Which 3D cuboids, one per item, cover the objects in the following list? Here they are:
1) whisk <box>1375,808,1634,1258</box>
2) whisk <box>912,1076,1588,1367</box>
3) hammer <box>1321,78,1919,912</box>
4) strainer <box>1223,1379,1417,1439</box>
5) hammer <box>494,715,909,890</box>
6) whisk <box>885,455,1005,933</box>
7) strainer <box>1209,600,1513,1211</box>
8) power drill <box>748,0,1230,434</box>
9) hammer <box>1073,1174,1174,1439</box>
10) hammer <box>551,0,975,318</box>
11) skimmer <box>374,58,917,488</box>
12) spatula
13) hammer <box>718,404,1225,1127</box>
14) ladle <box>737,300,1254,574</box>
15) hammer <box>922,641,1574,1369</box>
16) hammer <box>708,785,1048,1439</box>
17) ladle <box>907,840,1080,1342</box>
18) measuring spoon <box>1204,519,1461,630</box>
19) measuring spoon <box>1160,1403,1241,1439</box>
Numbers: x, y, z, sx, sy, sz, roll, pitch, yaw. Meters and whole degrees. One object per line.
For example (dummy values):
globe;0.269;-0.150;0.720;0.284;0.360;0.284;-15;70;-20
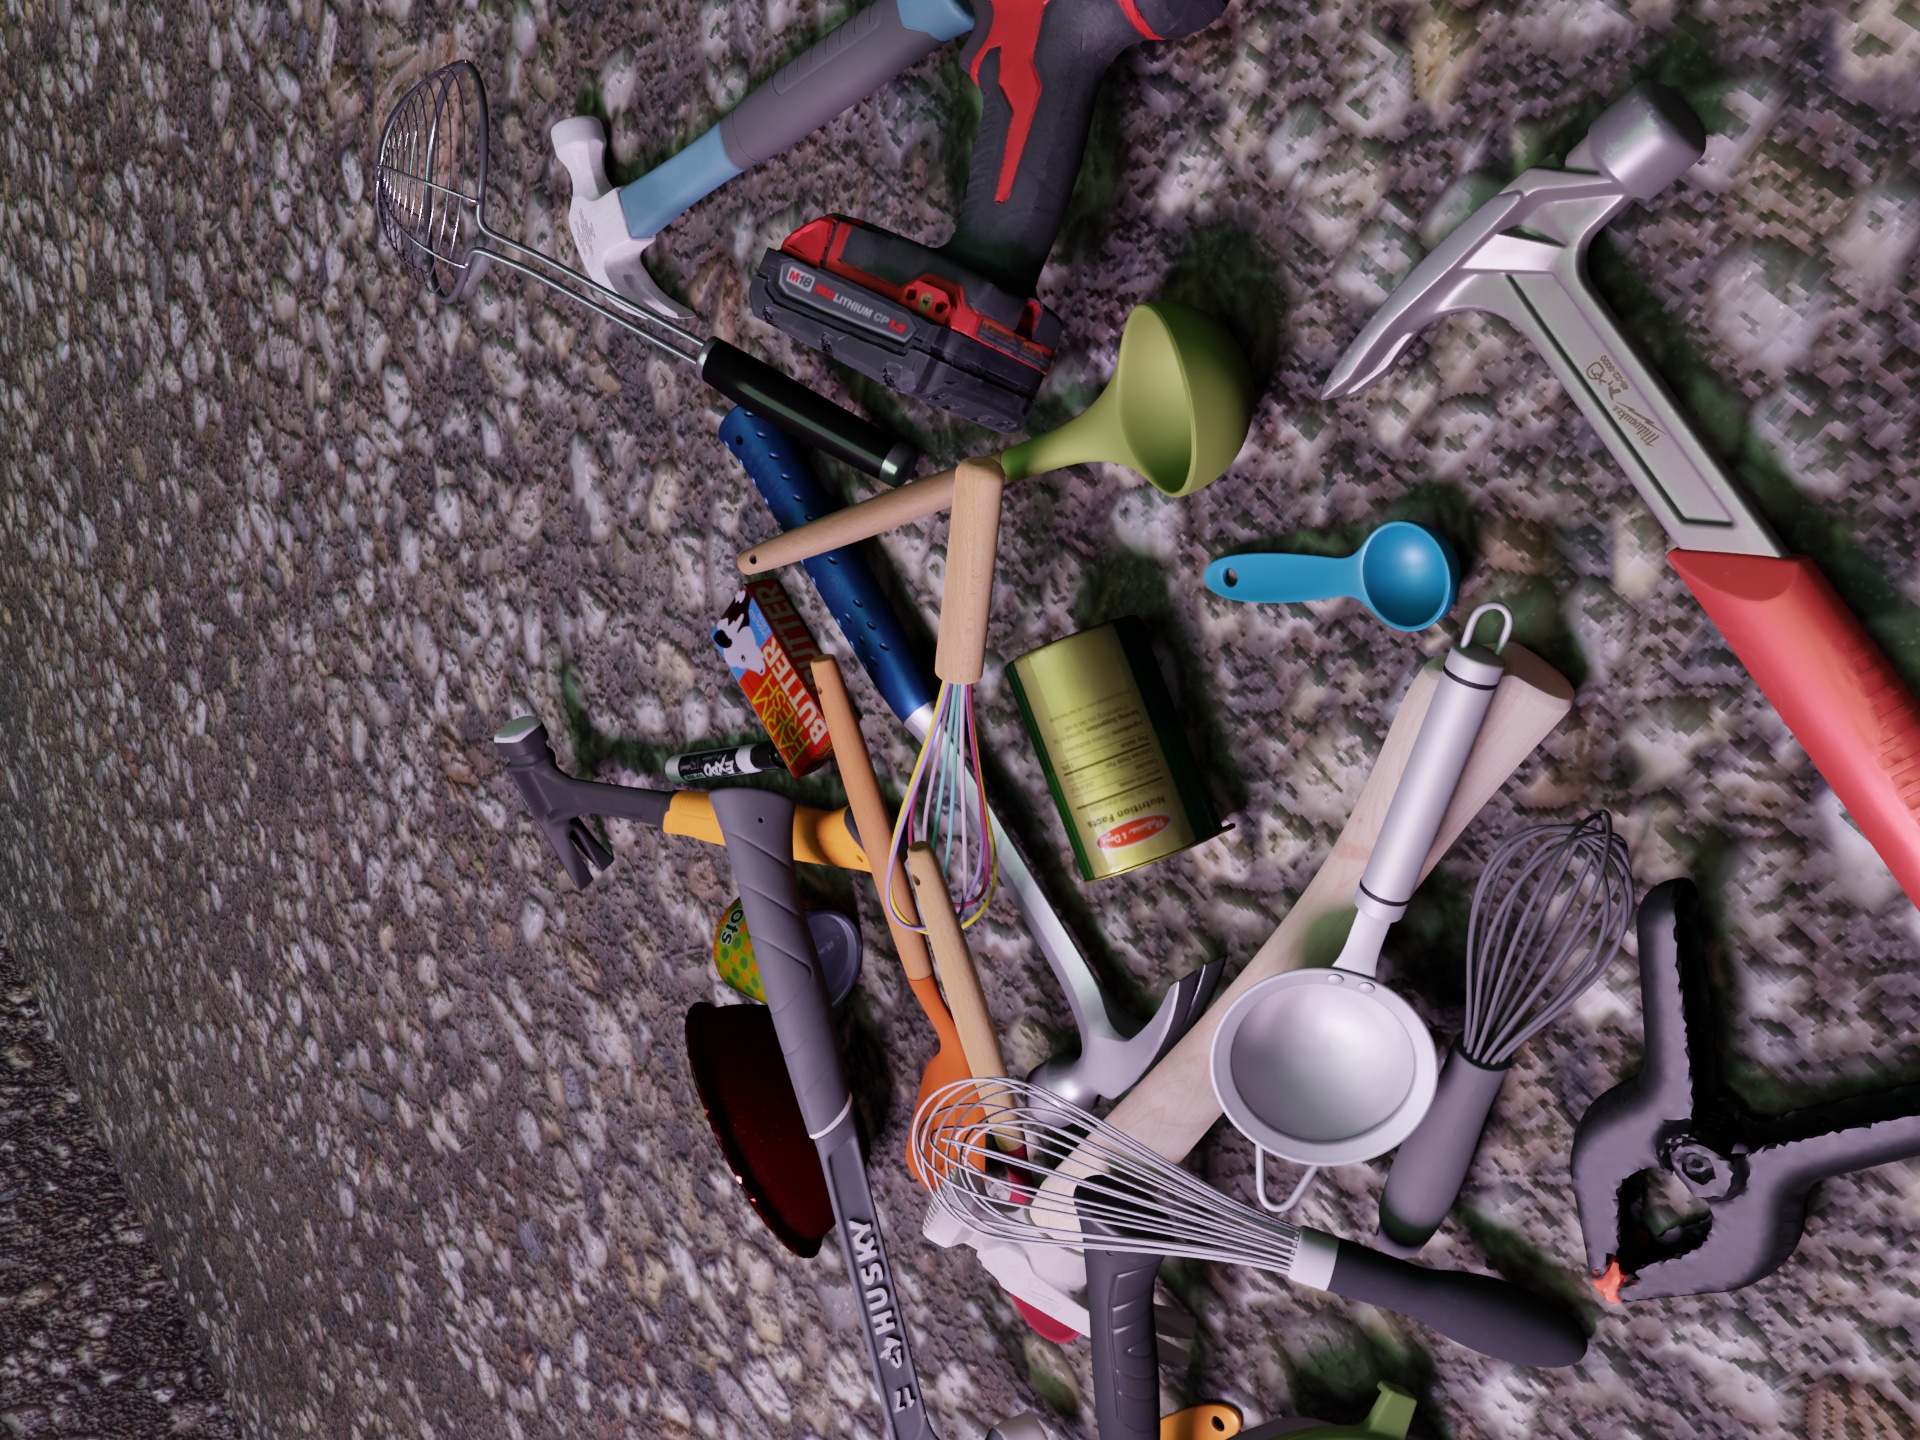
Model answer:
whisk;0.203;0.131;0.616;0.055;0.055;0.238;36;132;33
whisk;0.115;0.211;0.659;0.284;0.070;0.070;15;118;11
hammer;0.262;-0.017;0.508;0.149;0.036;0.359;-43;71;46
strainer;0.096;0.388;0.704;0.069;0.256;0.151;-146;39;-75
hammer;-0.158;0.065;0.971;0.337;0.034;0.127;4;127;42
whisk;0.001;-0.002;0.725;0.047;0.051;0.244;16;120;18
strainer;0.156;0.072;0.593;0.087;0.050;0.258;16;117;5
power drill;0.009;-0.240;0.633;0.143;0.078;0.219;34;105;33
hammer;0.078;0.359;0.775;0.146;0.035;0.334;7;118;26
hammer;-0.106;-0.299;0.803;0.331;0.033;0.128;-11;95;48
skimmer;-0.168;-0.227;0.844;0.363;0.090;0.127;30;123;10
spatula;-0.035;0.117;0.840;0.081;0.041;0.322;19;130;56
hammer;-0.011;0.002;0.806;0.144;0.035;0.406;-45;71;46
ladle;-0.005;-0.108;0.719;0.320;0.062;0.078;-13;90;42
hammer;0.130;0.136;0.681;0.146;0.038;0.410;30;123;0
hammer;-0.069;0.232;0.849;0.036;0.149;0.409;-19;85;67
ladle;0.018;0.191;0.793;0.069;0.031;0.315;17;131;45
measuring spoon;0.148;-0.059;0.634;0.129;0.021;0.042;7;110;55
measuring spoon;0.107;0.375;0.828;0.021;0.011;0.117;59;137;14
